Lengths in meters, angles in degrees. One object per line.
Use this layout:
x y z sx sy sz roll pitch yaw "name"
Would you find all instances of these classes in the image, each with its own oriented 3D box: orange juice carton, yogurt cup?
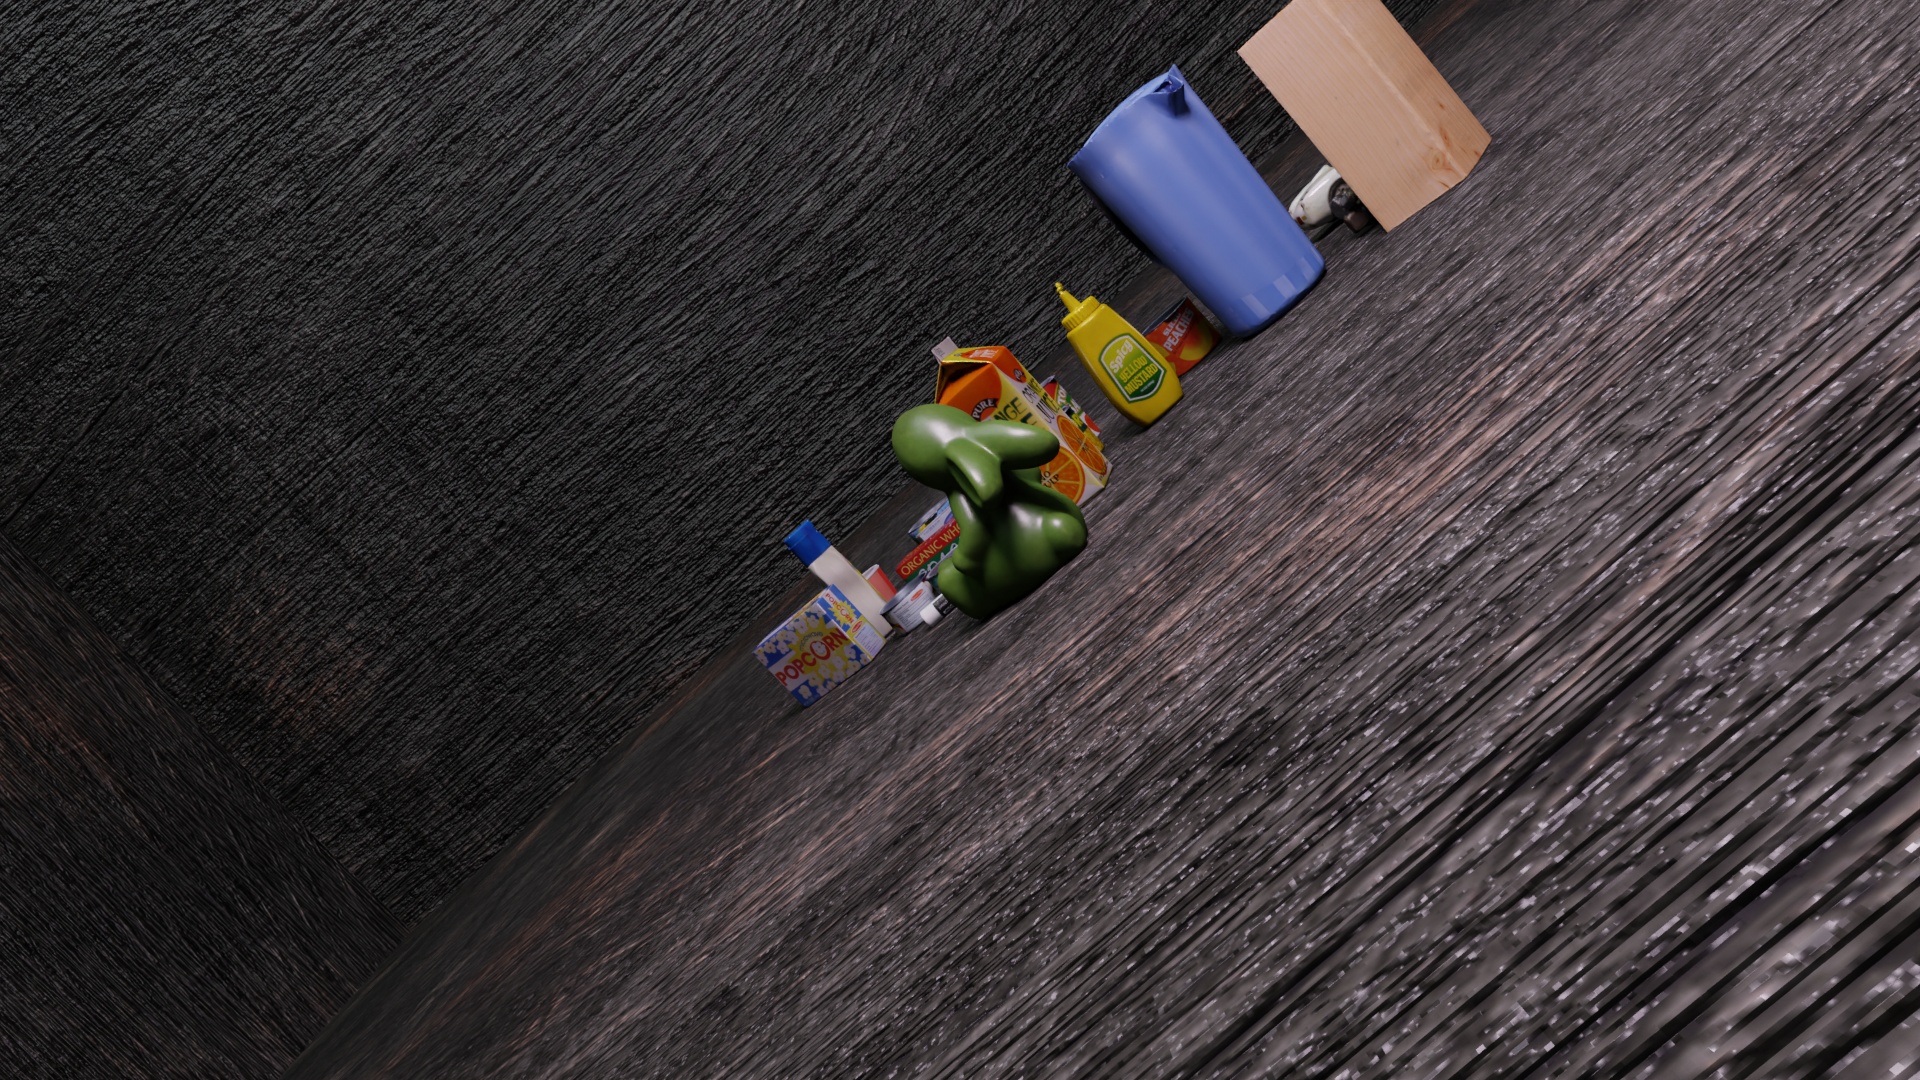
0.045 -0.107 1.257 0.073 0.192 0.072 -40 7 22 "orange juice carton"
-0.103 0.069 1.605 0.072 0.054 0.072 -42 6 6 "yogurt cup"

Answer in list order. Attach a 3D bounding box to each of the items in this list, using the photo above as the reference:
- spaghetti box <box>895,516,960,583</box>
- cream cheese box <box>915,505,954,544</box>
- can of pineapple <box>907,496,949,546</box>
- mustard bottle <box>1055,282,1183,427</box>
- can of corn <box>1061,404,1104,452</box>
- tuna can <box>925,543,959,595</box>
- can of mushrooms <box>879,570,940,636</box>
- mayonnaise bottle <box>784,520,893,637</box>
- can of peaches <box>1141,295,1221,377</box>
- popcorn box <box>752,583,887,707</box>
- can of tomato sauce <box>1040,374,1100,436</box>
0.035 -0.026 1.419 0.249 0.050 0.029 -39 7 24 "spaghetti box"
0.005 -0.019 1.536 0.104 0.053 0.024 -44 7 -16 "cream cheese box"
-0.018 -0.009 1.585 0.071 0.058 0.071 -42 6 6 "can of pineapple"
0.141 -0.181 1.317 0.065 0.160 0.049 -43 6 -2 "mustard bottle"
0.107 -0.098 1.428 0.071 0.058 0.071 -42 6 6 "can of corn"
0.002 0.025 1.358 0.071 0.033 0.071 -42 7 6 "tuna can"
-0.047 0.063 1.402 0.071 0.033 0.071 -42 7 6 "can of mushrooms"
-0.127 0.043 1.497 0.041 0.148 0.065 -43 6 -7 "mayonnaise bottle"
0.229 -0.210 1.439 0.071 0.058 0.071 -42 6 6 "can of peaches"
-0.149 0.112 1.456 0.126 0.085 0.038 -37 8 38 "popcorn box"
0.106 -0.131 1.537 0.071 0.083 0.071 -42 6 6 "can of tomato sauce"
